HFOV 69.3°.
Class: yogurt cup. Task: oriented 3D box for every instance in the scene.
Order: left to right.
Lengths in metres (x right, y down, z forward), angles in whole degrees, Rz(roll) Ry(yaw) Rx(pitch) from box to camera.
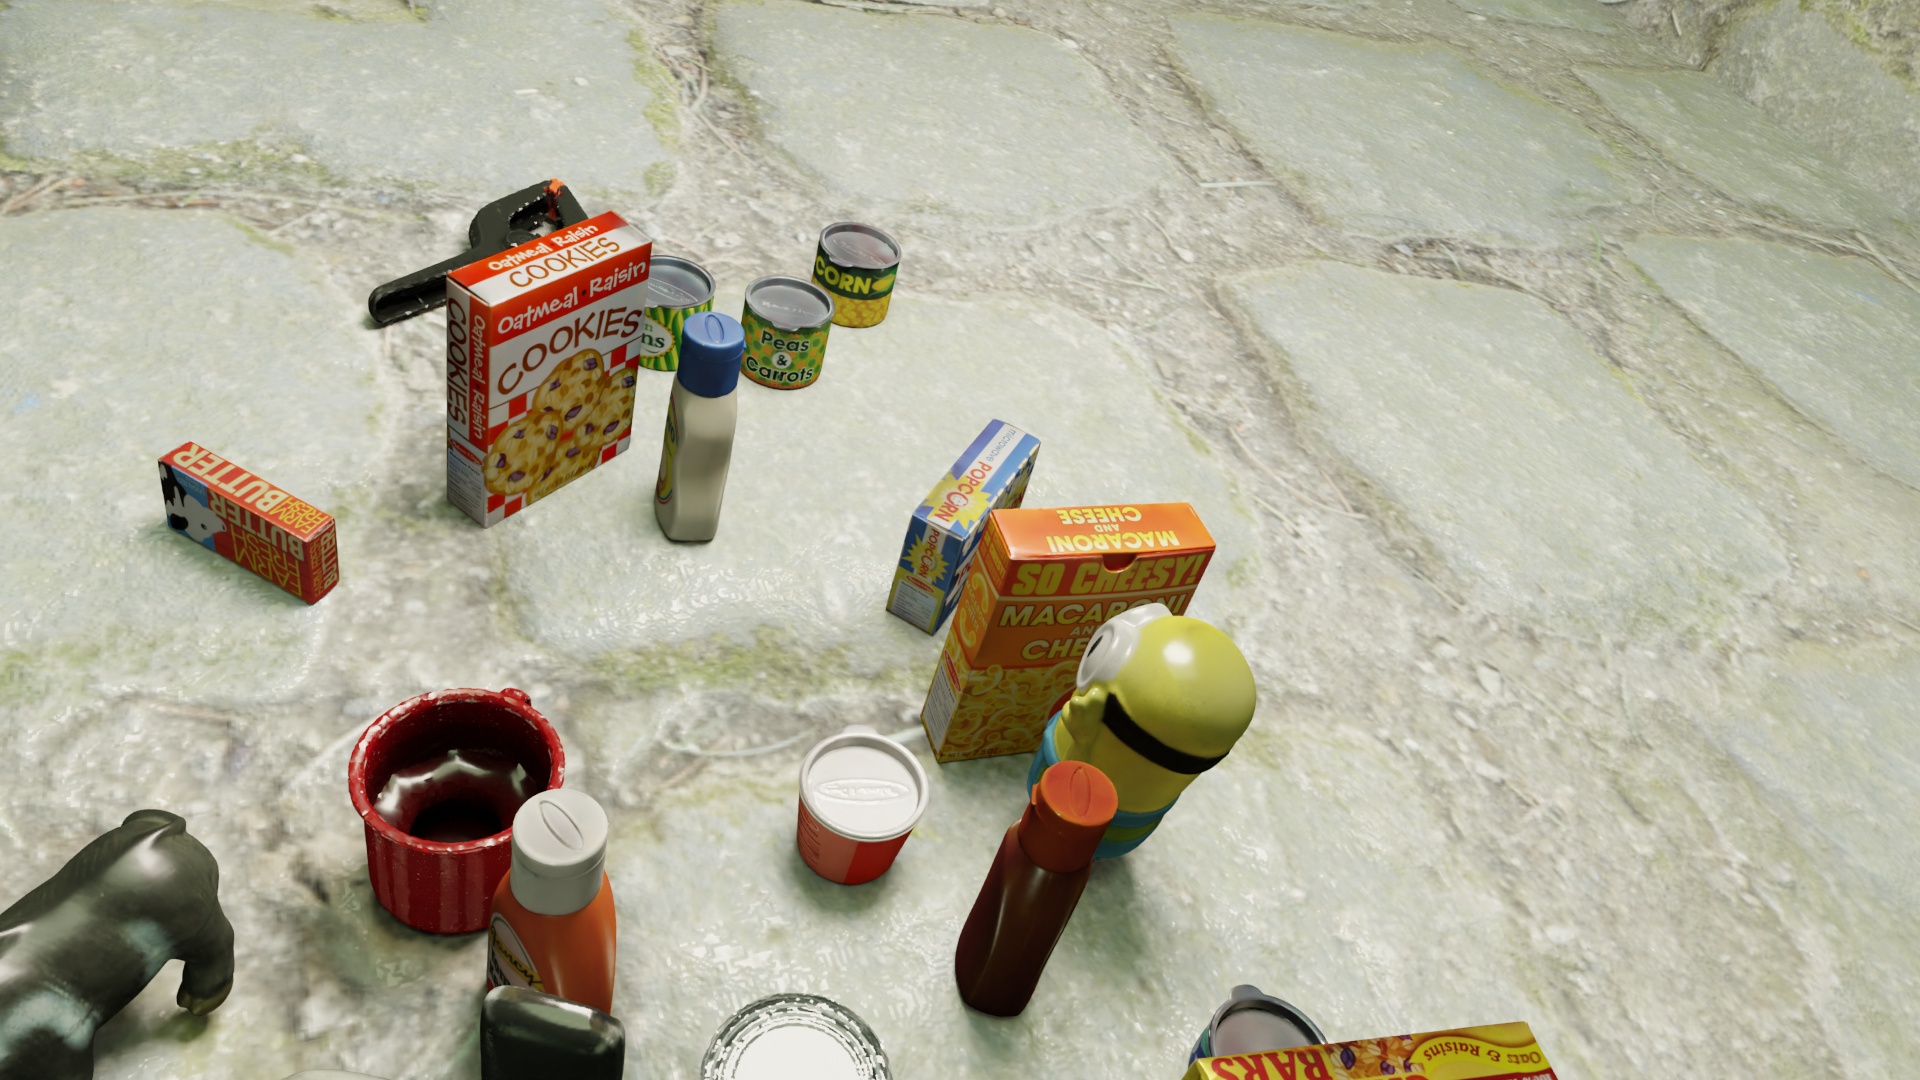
[{"bbox_3d":[-0.055,0.143,0.727,0.072,0.053,0.073,10,41,-9],"label":"yogurt cup"}]

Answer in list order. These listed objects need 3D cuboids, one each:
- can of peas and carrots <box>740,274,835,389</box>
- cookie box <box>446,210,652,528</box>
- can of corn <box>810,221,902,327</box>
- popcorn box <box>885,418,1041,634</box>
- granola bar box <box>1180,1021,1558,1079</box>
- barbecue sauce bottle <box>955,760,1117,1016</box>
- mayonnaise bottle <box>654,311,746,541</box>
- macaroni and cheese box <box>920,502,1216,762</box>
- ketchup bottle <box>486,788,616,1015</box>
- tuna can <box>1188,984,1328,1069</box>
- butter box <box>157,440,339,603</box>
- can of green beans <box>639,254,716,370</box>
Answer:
[{"bbox_3d":[-0.130,-0.152,1.023,0.071,0.058,0.071,10,41,-9],"label":"can of peas and carrots"},{"bbox_3d":[-0.252,-0.104,0.843,0.040,0.166,0.123,34,43,17],"label":"cookie box"},{"bbox_3d":[-0.086,-0.210,1.103,0.071,0.058,0.071,10,41,-9],"label":"can of corn"},{"bbox_3d":[0.003,-0.011,0.895,0.038,0.084,0.127,27,41,10],"label":"popcorn box"},{"bbox_3d":[0.163,0.267,0.615,0.166,0.123,0.039,1,43,-19],"label":"granola bar box"},{"bbox_3d":[0.035,0.164,0.664,0.044,0.147,0.065,14,41,-4],"label":"barbecue sauce bottle"},{"bbox_3d":[-0.161,-0.071,0.854,0.041,0.147,0.065,-1,44,-21],"label":"mayonnaise bottle"},{"bbox_3d":[0.058,0.054,0.780,0.124,0.165,0.040,-3,45,-23],"label":"macaroni and cheese box"},{"bbox_3d":[-0.172,0.163,0.589,0.044,0.148,0.065,-27,57,-40],"label":"ketchup bottle"},{"bbox_3d":[0.147,0.260,0.686,0.071,0.032,0.071,10,41,-9],"label":"tuna can"},{"bbox_3d":[-0.395,-0.010,0.774,0.103,0.052,0.024,26,41,9],"label":"butter box"},{"bbox_3d":[-0.214,-0.165,1.008,0.071,0.057,0.071,10,41,-9],"label":"can of green beans"}]
